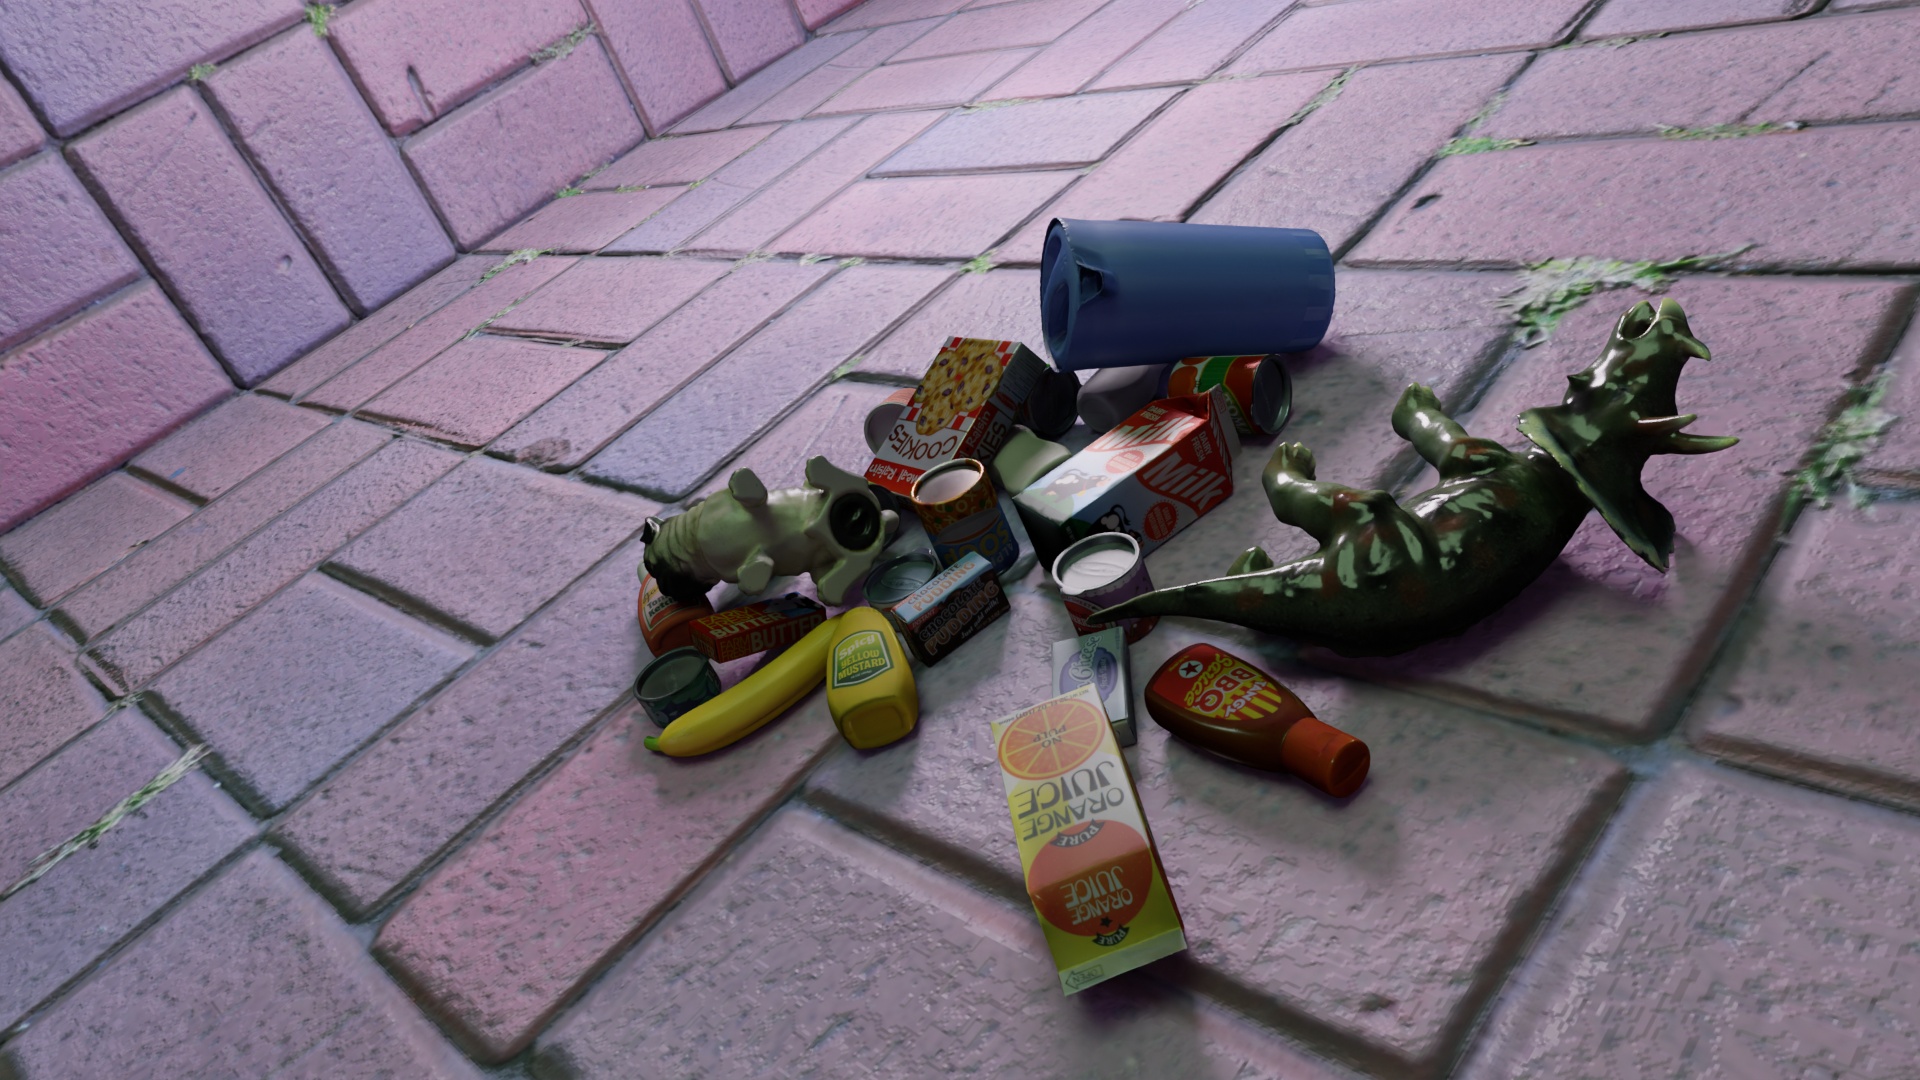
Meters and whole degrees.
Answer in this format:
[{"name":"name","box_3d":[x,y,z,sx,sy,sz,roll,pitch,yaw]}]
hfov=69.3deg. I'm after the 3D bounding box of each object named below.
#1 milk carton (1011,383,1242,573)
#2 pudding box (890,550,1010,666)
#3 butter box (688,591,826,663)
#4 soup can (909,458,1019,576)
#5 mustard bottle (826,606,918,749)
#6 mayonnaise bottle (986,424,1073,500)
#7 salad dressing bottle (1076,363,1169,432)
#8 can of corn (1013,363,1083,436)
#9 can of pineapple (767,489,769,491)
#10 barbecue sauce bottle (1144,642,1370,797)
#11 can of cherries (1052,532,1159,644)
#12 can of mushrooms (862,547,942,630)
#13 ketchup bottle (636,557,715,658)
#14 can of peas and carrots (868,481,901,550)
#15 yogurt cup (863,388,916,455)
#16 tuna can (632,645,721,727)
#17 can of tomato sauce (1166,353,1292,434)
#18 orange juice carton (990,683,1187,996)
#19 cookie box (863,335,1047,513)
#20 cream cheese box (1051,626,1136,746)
[{"name":"milk carton","box_3d":[0.144,-0.047,1.098,0.191,0.072,0.073,-34,31,-16]},{"name":"pudding box","box_3d":[-0.007,0.052,1.075,0.084,0.049,0.030,-35,33,-17]},{"name":"butter box","box_3d":[-0.167,0.071,1.149,0.104,0.024,0.053,-16,22,-33]},{"name":"soup can","box_3d":[0.004,-0.014,1.136,0.071,0.083,0.072,-18,32,11]},{"name":"mustard bottle","box_3d":[-0.072,0.093,1.058,0.065,0.048,0.161,-19,31,1]},{"name":"mayonnaise bottle","box_3d":[0.050,-0.072,1.235,0.065,0.041,0.148,-37,31,-6]},{"name":"salad dressing bottle","box_3d":[0.163,-0.157,1.285,0.064,0.043,0.148,6,40,41]},{"name":"can of corn","box_3d":[0.072,-0.133,1.291,0.058,0.071,0.071,14,47,47]},{"name":"can of pineapple","box_3d":[-0.188,-0.006,1.280,0.058,0.070,0.071,-36,32,-19]},{"name":"barbecue sauce bottle","box_3d":[0.183,0.112,0.854,0.065,0.043,0.149,-36,33,-20]},{"name":"can of cherries","box_3d":[0.105,0.038,1.009,0.071,0.058,0.072,-17,32,11]},{"name":"can of mushrooms","box_3d":[-0.042,0.040,1.135,0.071,0.033,0.071,-19,31,12]},{"name":"ketchup bottle","box_3d":[-0.263,0.056,1.258,0.065,0.043,0.149,-27,30,-10]},{"name":"can of peas and carrots","box_3d":[-0.097,-0.026,1.239,0.071,0.070,0.059,-38,32,-21]},{"name":"yogurt cup","box_3d":[-0.054,-0.113,1.353,0.072,0.072,0.054,-11,25,22]},{"name":"tuna can","box_3d":[-0.231,0.120,1.146,0.071,0.032,0.071,-18,31,11]},{"name":"can of tomato sauce","box_3d":[0.224,-0.120,1.162,0.083,0.071,0.071,4,41,41]},{"name":"orange juice carton","box_3d":[0.074,0.176,0.804,0.072,0.072,0.193,-21,31,5]},{"name":"cookie box","box_3d":[-0.008,-0.103,1.258,0.123,0.040,0.167,17,74,56]},{"name":"cream cheese box","box_3d":[0.091,0.103,0.952,0.053,0.024,0.104,-17,31,14]}]
